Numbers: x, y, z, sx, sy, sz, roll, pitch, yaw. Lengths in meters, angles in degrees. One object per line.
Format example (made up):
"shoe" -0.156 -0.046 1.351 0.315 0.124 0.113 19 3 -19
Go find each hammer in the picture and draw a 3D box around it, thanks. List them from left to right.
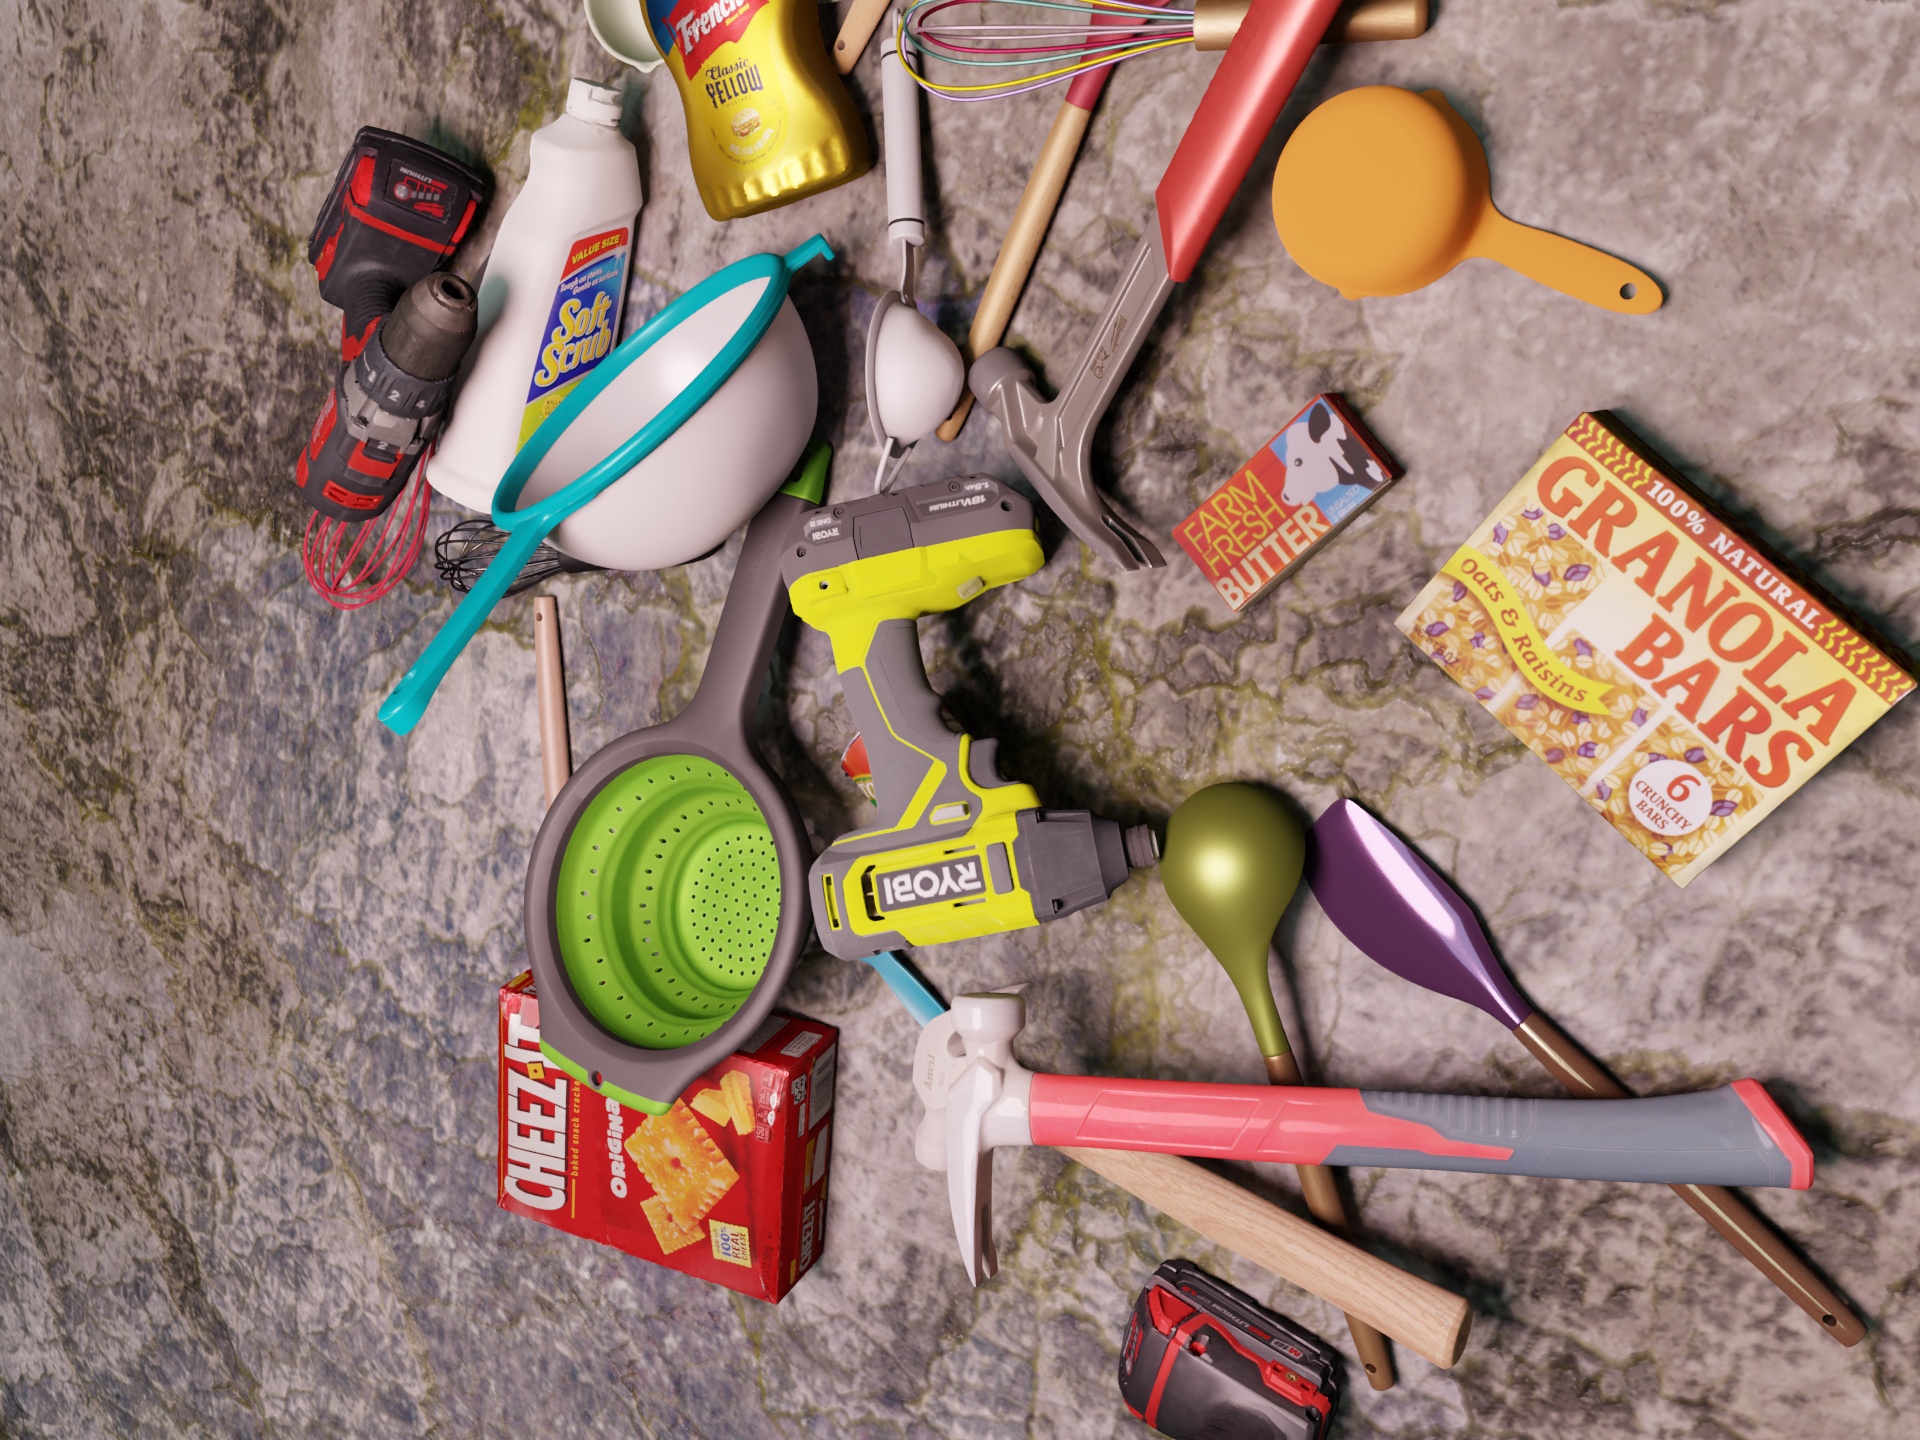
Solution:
"hammer" 0.105 0.236 0.827 0.331 0.031 0.130 19 116 36
"hammer" 0.115 -0.238 0.697 0.149 0.036 0.359 54 136 26
"hammer" 0.177 0.204 0.736 0.386 0.038 0.143 -2 86 22

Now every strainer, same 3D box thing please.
"strainer" -0.176 -0.105 0.847 0.211 0.340 0.095 -9 133 46
"strainer" -0.026 -0.247 0.828 0.050 0.087 0.258 -4 86 19

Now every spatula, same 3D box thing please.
"spatula" 0.277 0.159 0.732 0.316 0.018 0.059 45 124 20

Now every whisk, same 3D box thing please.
"whisk" -0.364 -0.194 1.074 0.073 0.073 0.295 45 114 19
"whisk" -0.250 -0.109 1.021 0.239 0.055 0.055 -1 99 30
"whisk" 0.086 -0.319 0.723 0.245 0.051 0.047 4 63 16

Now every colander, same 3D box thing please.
"colander" -0.130 0.031 0.951 0.205 0.094 0.397 18 91 30

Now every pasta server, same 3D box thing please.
"pasta server" -0.275 0.074 1.076 0.060 0.040 0.316 2 99 21

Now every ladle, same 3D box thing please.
"ladle" 0.049 -0.281 0.794 0.069 0.031 0.315 34 118 19
"ladle" 0.172 0.185 0.802 0.078 0.062 0.320 -13 99 39

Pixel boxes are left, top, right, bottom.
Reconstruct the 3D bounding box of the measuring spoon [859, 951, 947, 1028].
"measuring spoon" -0.030 0.152 0.943 0.128 0.021 0.042 49 123 6

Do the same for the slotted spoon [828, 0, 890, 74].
"slotted spoon" 0.010 -0.464 0.785 0.070 0.031 0.313 46 122 18

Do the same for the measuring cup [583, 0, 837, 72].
"measuring cup" -0.129 -0.407 0.890 0.167 0.038 0.083 5 106 16

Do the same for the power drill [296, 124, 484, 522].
"power drill" -0.338 -0.253 0.959 0.188 0.080 0.227 -40 47 40

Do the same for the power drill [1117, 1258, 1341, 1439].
"power drill" 0.087 0.361 0.777 0.143 0.219 0.078 23 111 28

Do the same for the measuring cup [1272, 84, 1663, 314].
"measuring cup" 0.213 -0.212 0.680 0.174 0.052 0.095 33 116 27

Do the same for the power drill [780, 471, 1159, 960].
"power drill" -0.001 -0.003 0.809 0.171 0.080 0.223 -12 80 7
